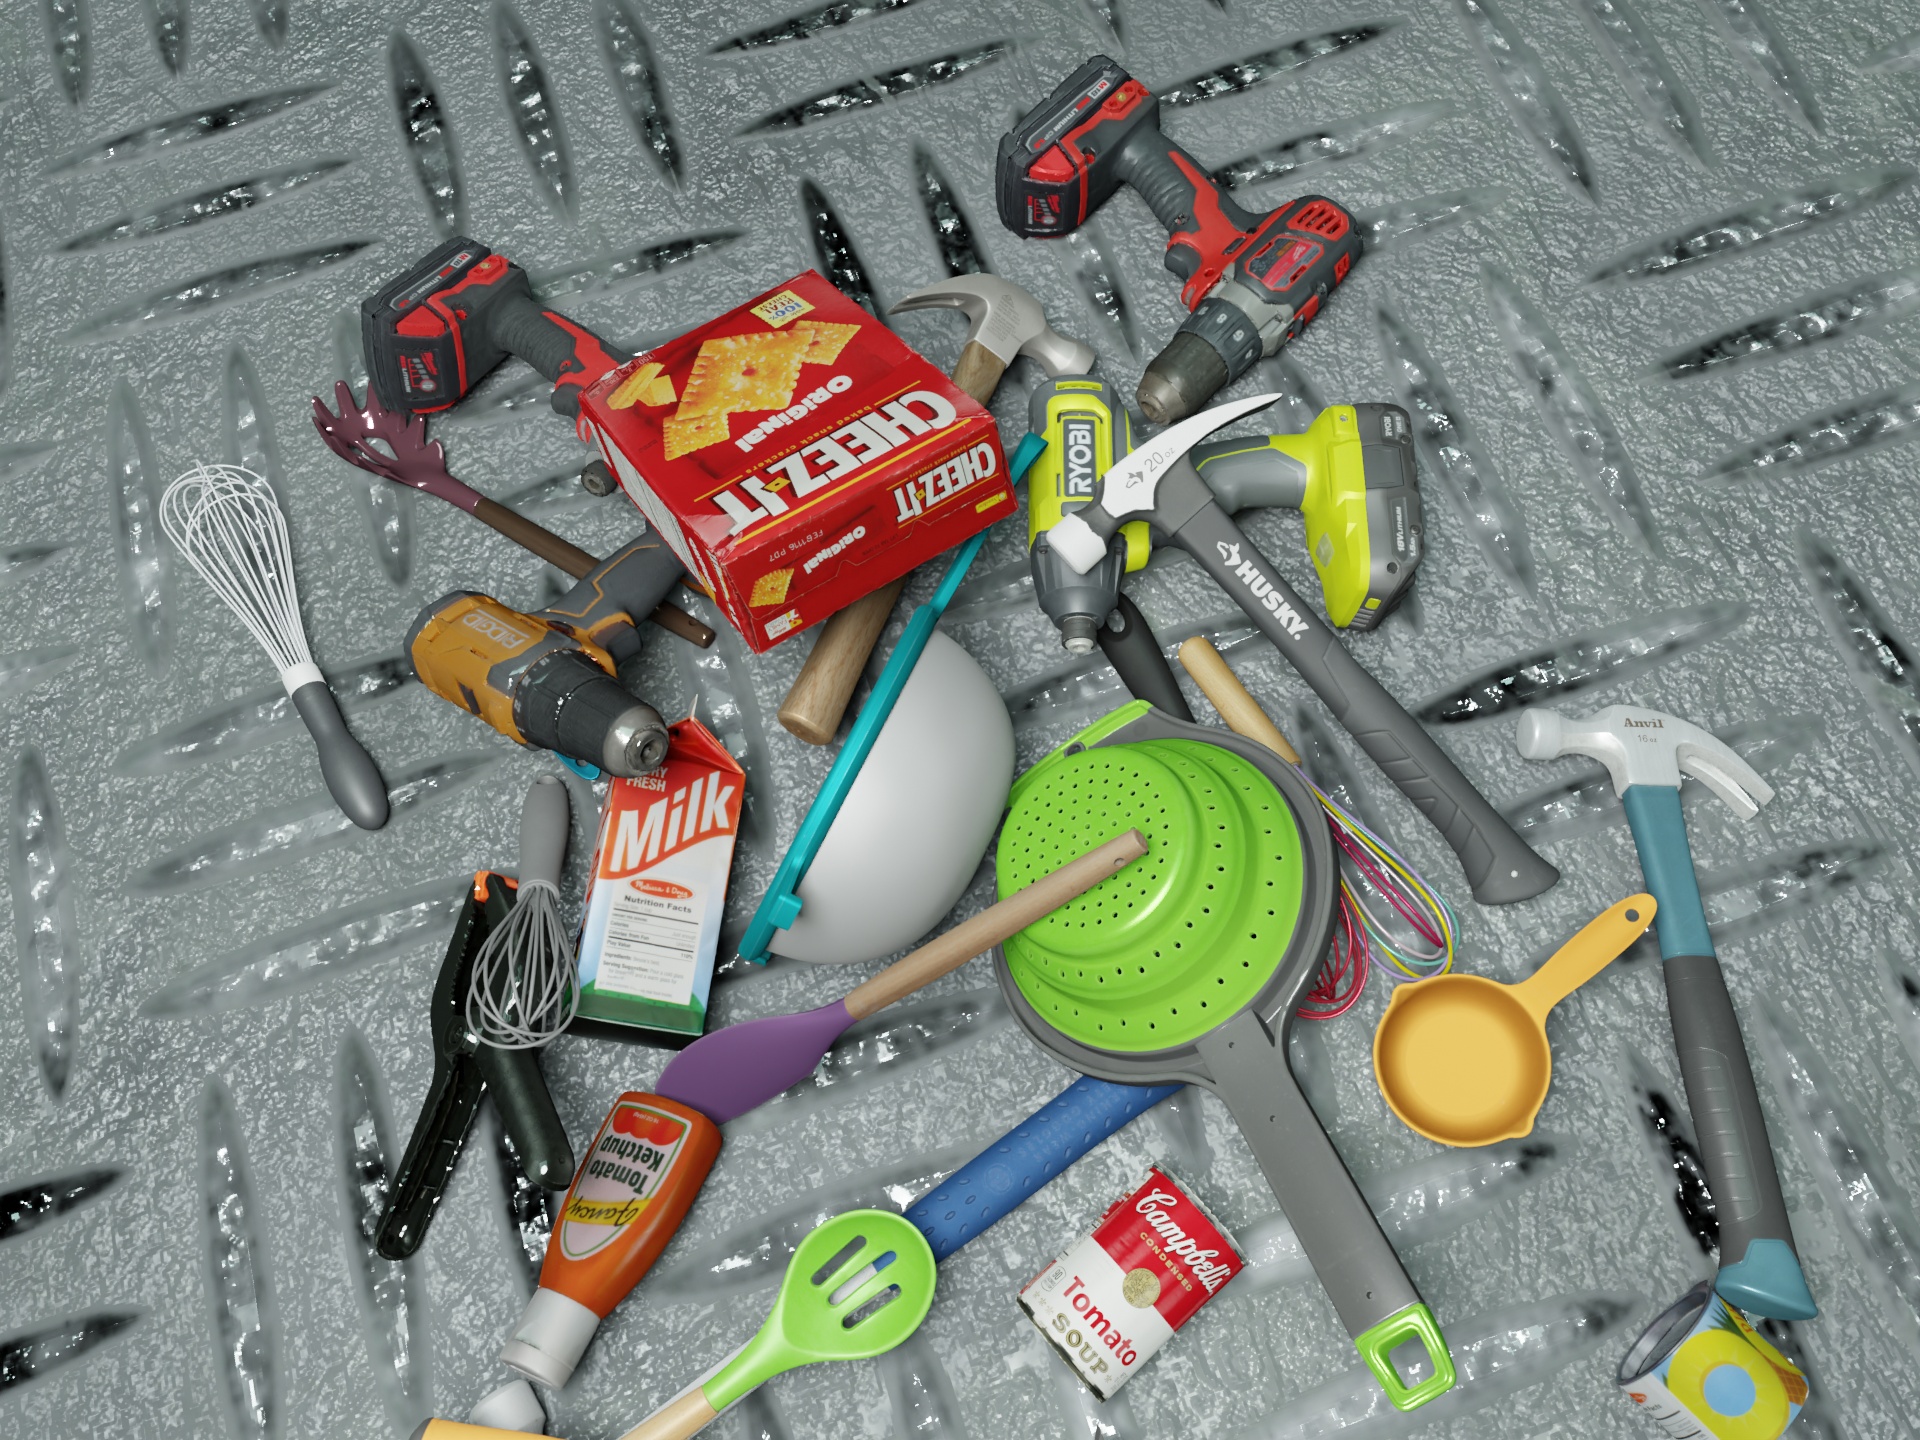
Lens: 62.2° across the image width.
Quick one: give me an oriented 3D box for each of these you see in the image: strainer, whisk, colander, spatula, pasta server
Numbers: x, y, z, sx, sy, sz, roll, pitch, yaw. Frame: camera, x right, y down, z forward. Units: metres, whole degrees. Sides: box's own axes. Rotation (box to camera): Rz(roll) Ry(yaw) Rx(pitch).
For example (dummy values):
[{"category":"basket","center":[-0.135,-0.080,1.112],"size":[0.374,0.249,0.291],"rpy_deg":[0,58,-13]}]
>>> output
[{"category":"strainer","center":[-0.001,-0.003,0.870],"size":[0.095,0.211,0.340],"rpy_deg":[29,72,-2]},{"category":"whisk","center":[-0.233,0.096,0.865],"size":[0.055,0.055,0.239],"rpy_deg":[-16,30,-2]},{"category":"colander","center":[0.115,0.138,0.780],"size":[0.204,0.094,0.398],"rpy_deg":[-36,52,12]},{"category":"whisk","center":[-0.426,-0.050,0.997],"size":[0.070,0.070,0.285],"rpy_deg":[-30,73,-7]},{"category":"spatula","center":[-0.037,0.134,0.814],"size":[0.316,0.059,0.018],"rpy_deg":[-32,31,23]},{"category":"whisk","center":[0.202,0.044,0.910],"size":[0.051,0.047,0.245],"rpy_deg":[-31,65,-6]},{"category":"pasta server","center":[-0.289,-0.131,1.025],"size":[0.316,0.040,0.060],"rpy_deg":[30,51,14]},{"category":"whisk","center":[0.143,0.038,0.910],"size":[0.073,0.073,0.296],"rpy_deg":[-24,62,-5]}]

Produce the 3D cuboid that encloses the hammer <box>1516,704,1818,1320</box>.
[{"category":"hammer","center":[0.384,0.139,0.835],"size":[0.128,0.033,0.331],"rpy_deg":[1,60,-2]}]

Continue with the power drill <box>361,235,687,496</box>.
[{"category":"power drill","center":[-0.264,-0.219,1.022],"size":[0.220,0.078,0.143],"rpy_deg":[23,50,11]}]

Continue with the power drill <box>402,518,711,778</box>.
[{"category":"power drill","center":[-0.175,-0.059,0.907],"size":[0.185,0.084,0.226],"rpy_deg":[26,50,35]}]

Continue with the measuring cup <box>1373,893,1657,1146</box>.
[{"category":"measuring cup","center":[0.295,0.153,0.838],"size":[0.173,0.052,0.095],"rpy_deg":[-40,69,0]}]

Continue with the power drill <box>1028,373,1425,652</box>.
[{"category":"power drill","center":[0.152,-0.119,0.948],"size":[0.223,0.080,0.171],"rpy_deg":[1,68,-1]}]

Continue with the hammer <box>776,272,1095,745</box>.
[{"category":"hammer","center":[-0.029,-0.135,0.963],"size":[0.130,0.031,0.331],"rpy_deg":[33,67,-20]}]

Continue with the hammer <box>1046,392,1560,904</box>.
[{"category":"hammer","center":[0.212,-0.030,0.883],"size":[0.146,0.035,0.335],"rpy_deg":[-42,91,3]}]

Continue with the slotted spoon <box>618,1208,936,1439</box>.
[{"category":"slotted spoon","center":[-0.146,0.348,0.784],"size":[0.314,0.031,0.070],"rpy_deg":[-35,83,-7]}]

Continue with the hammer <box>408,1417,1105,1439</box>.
[{"category":"hammer","center":[-0.095,0.374,0.755],"size":[0.337,0.034,0.127],"rpy_deg":[12,85,-2]}]

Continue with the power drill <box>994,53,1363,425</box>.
[{"category":"power drill","center":[0.125,-0.311,1.045],"size":[0.227,0.080,0.188],"rpy_deg":[41,77,15]}]

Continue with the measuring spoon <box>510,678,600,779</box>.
[{"category":"measuring spoon","center":[-0.264,-0.010,0.988],"size":[0.042,0.021,0.129],"rpy_deg":[-39,79,-12]}]

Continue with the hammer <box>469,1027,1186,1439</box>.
[{"category":"hammer","center":[-0.049,0.299,0.830],"size":[0.405,0.035,0.144],"rpy_deg":[-35,69,-9]}]
